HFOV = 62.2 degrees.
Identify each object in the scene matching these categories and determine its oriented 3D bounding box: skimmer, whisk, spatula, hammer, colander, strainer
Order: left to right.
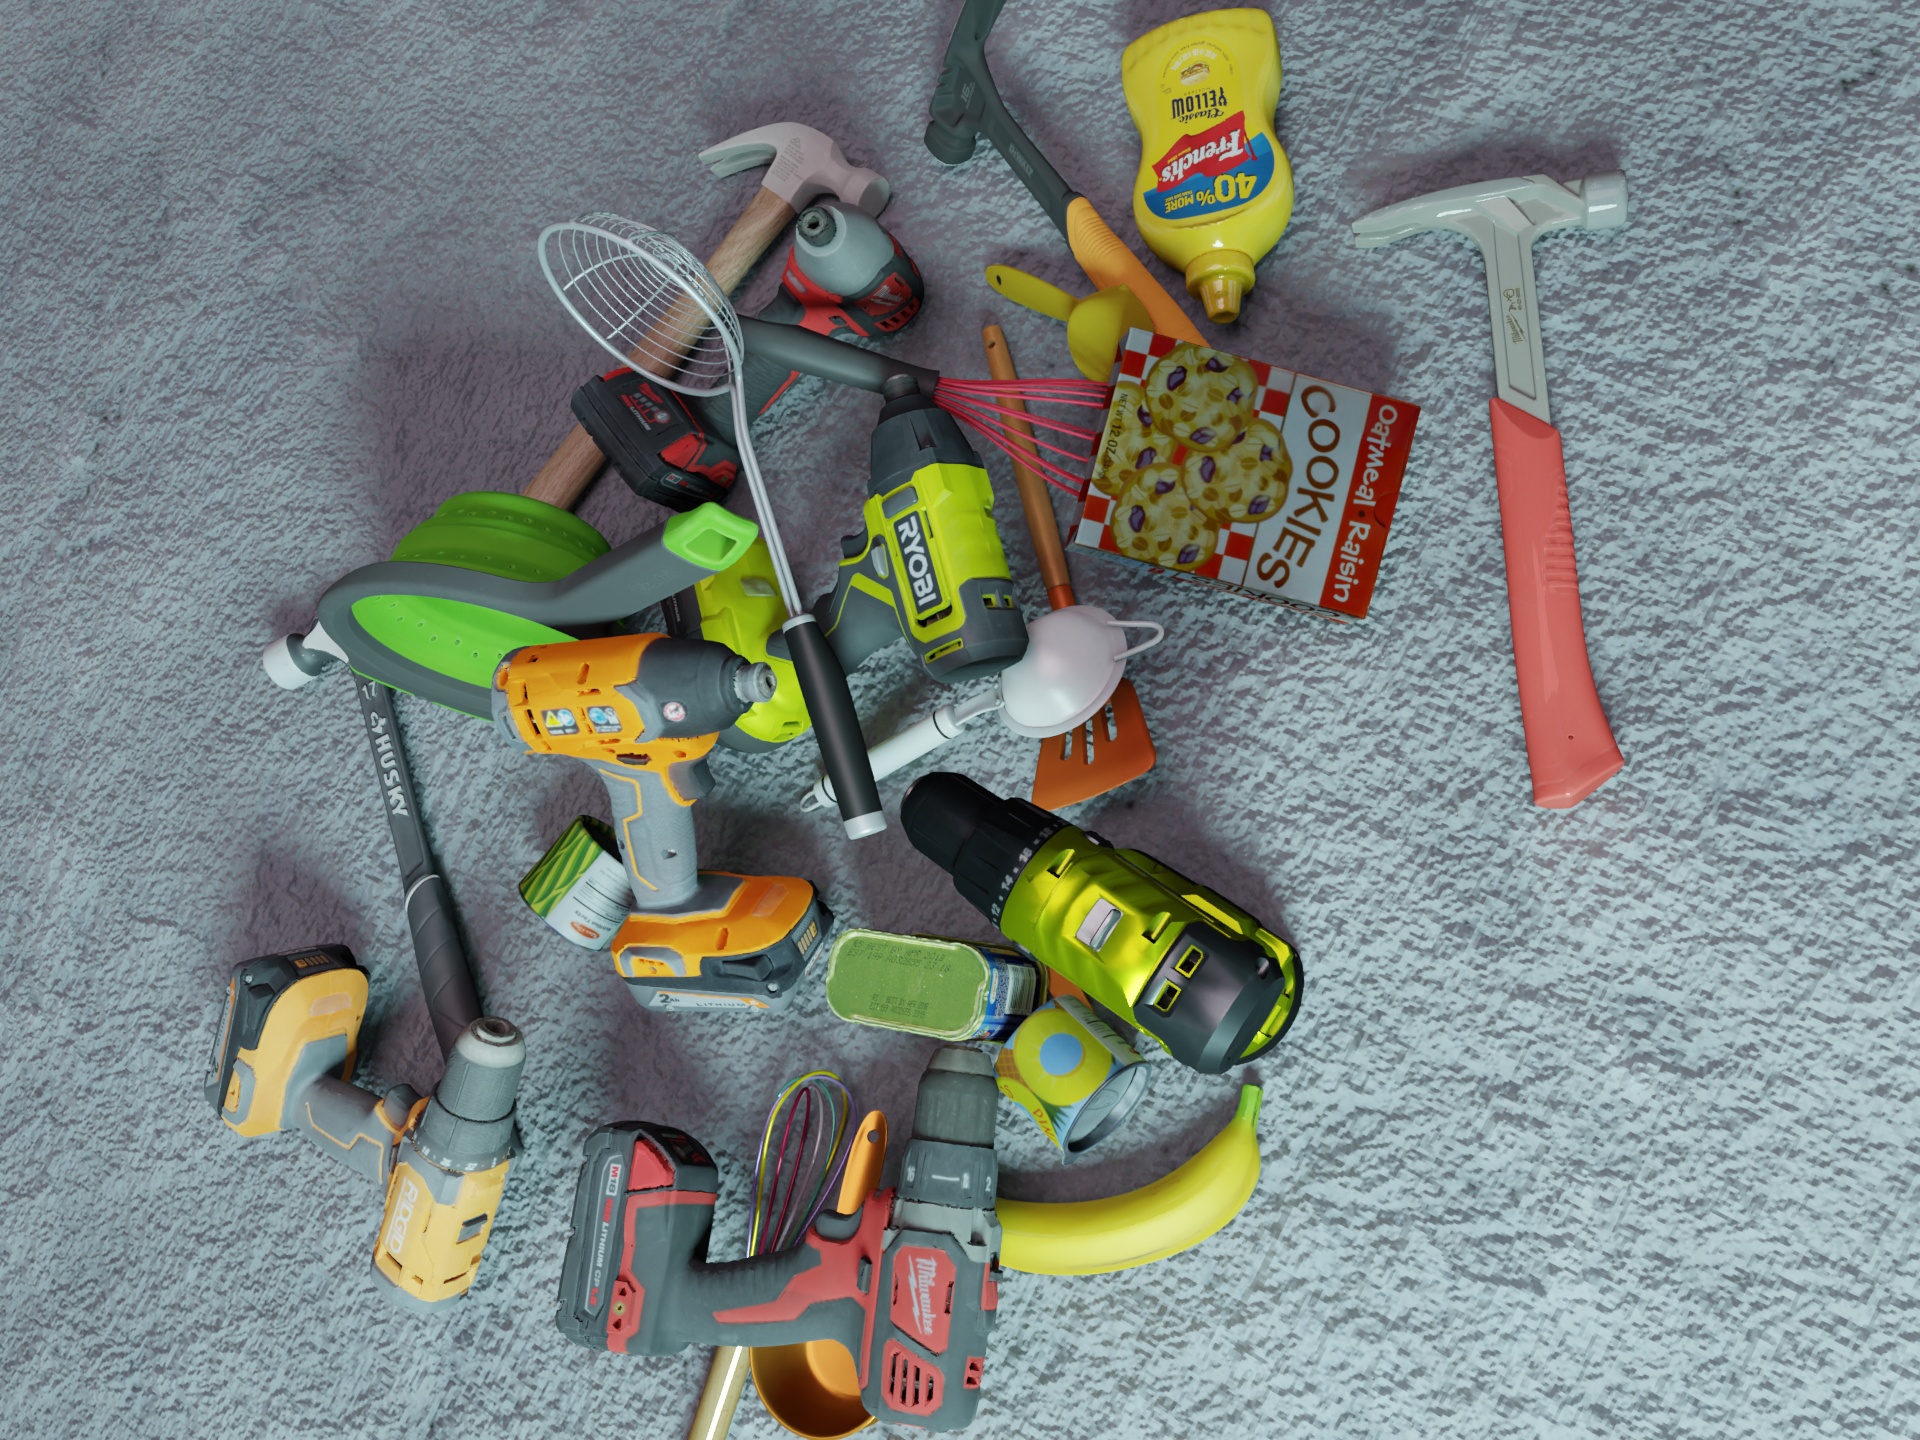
[{"bbox_3d":[-0.356,0.095,1.057,0.149,0.036,0.409,-26,70,11],"label":"hammer"},{"bbox_3d":[-0.225,-0.090,0.912,0.397,0.204,0.095,-16,57,49],"label":"colander"},{"bbox_3d":[-0.196,-0.267,1.089,0.130,0.031,0.331,40,92,23],"label":"hammer"},{"bbox_3d":[-0.133,-0.102,0.862,0.090,0.127,0.363,-16,84,-22],"label":"skimmer"},{"bbox_3d":[-0.118,0.317,0.910,0.051,0.047,0.245,17,86,22],"label":"whisk"},{"bbox_3d":[-0.001,-0.003,0.923,0.258,0.050,0.087,-30,45,28],"label":"strainer"},{"bbox_3d":[0.003,-0.186,0.924,0.296,0.073,0.073,16,82,-4],"label":"whisk"},{"bbox_3d":[0.050,-0.102,0.953,0.081,0.041,0.323,-23,68,26],"label":"spatula"},{"bbox_3d":[0.087,-0.288,0.959,0.034,0.127,0.337,-25,71,-27],"label":"hammer"},{"bbox_3d":[0.302,-0.130,0.870,0.149,0.036,0.359,-5,75,19],"label":"hammer"}]

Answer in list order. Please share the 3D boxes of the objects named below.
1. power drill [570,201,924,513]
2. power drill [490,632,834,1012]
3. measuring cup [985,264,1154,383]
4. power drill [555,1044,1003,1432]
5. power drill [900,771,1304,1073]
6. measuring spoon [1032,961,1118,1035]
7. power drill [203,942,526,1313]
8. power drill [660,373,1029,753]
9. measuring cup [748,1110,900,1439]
[{"bbox_3d":[-0.127,-0.232,0.995,0.219,0.143,0.078,-40,79,9],"label":"power drill"},{"bbox_3d":[-0.150,0.054,0.891,0.164,0.084,0.226,-5,119,25],"label":"power drill"},{"bbox_3d":[0.057,-0.248,0.973,0.029,0.062,0.157,-27,44,-28],"label":"measuring cup"},{"bbox_3d":[-0.086,0.260,0.842,0.227,0.080,0.188,2,74,18],"label":"power drill"},{"bbox_3d":[0.078,0.100,0.789,0.191,0.228,0.080,33,90,24],"label":"power drill"},{"bbox_3d":[0.057,0.145,0.907,0.021,0.011,0.117,-47,62,23],"label":"measuring spoon"},{"bbox_3d":[-0.356,0.221,0.969,0.226,0.084,0.185,31,110,28],"label":"power drill"},{"bbox_3d":[-0.071,-0.083,0.922,0.223,0.080,0.171,-23,77,38],"label":"power drill"},{"bbox_3d":[-0.057,0.306,0.886,0.095,0.052,0.174,7,76,22],"label":"measuring cup"}]
